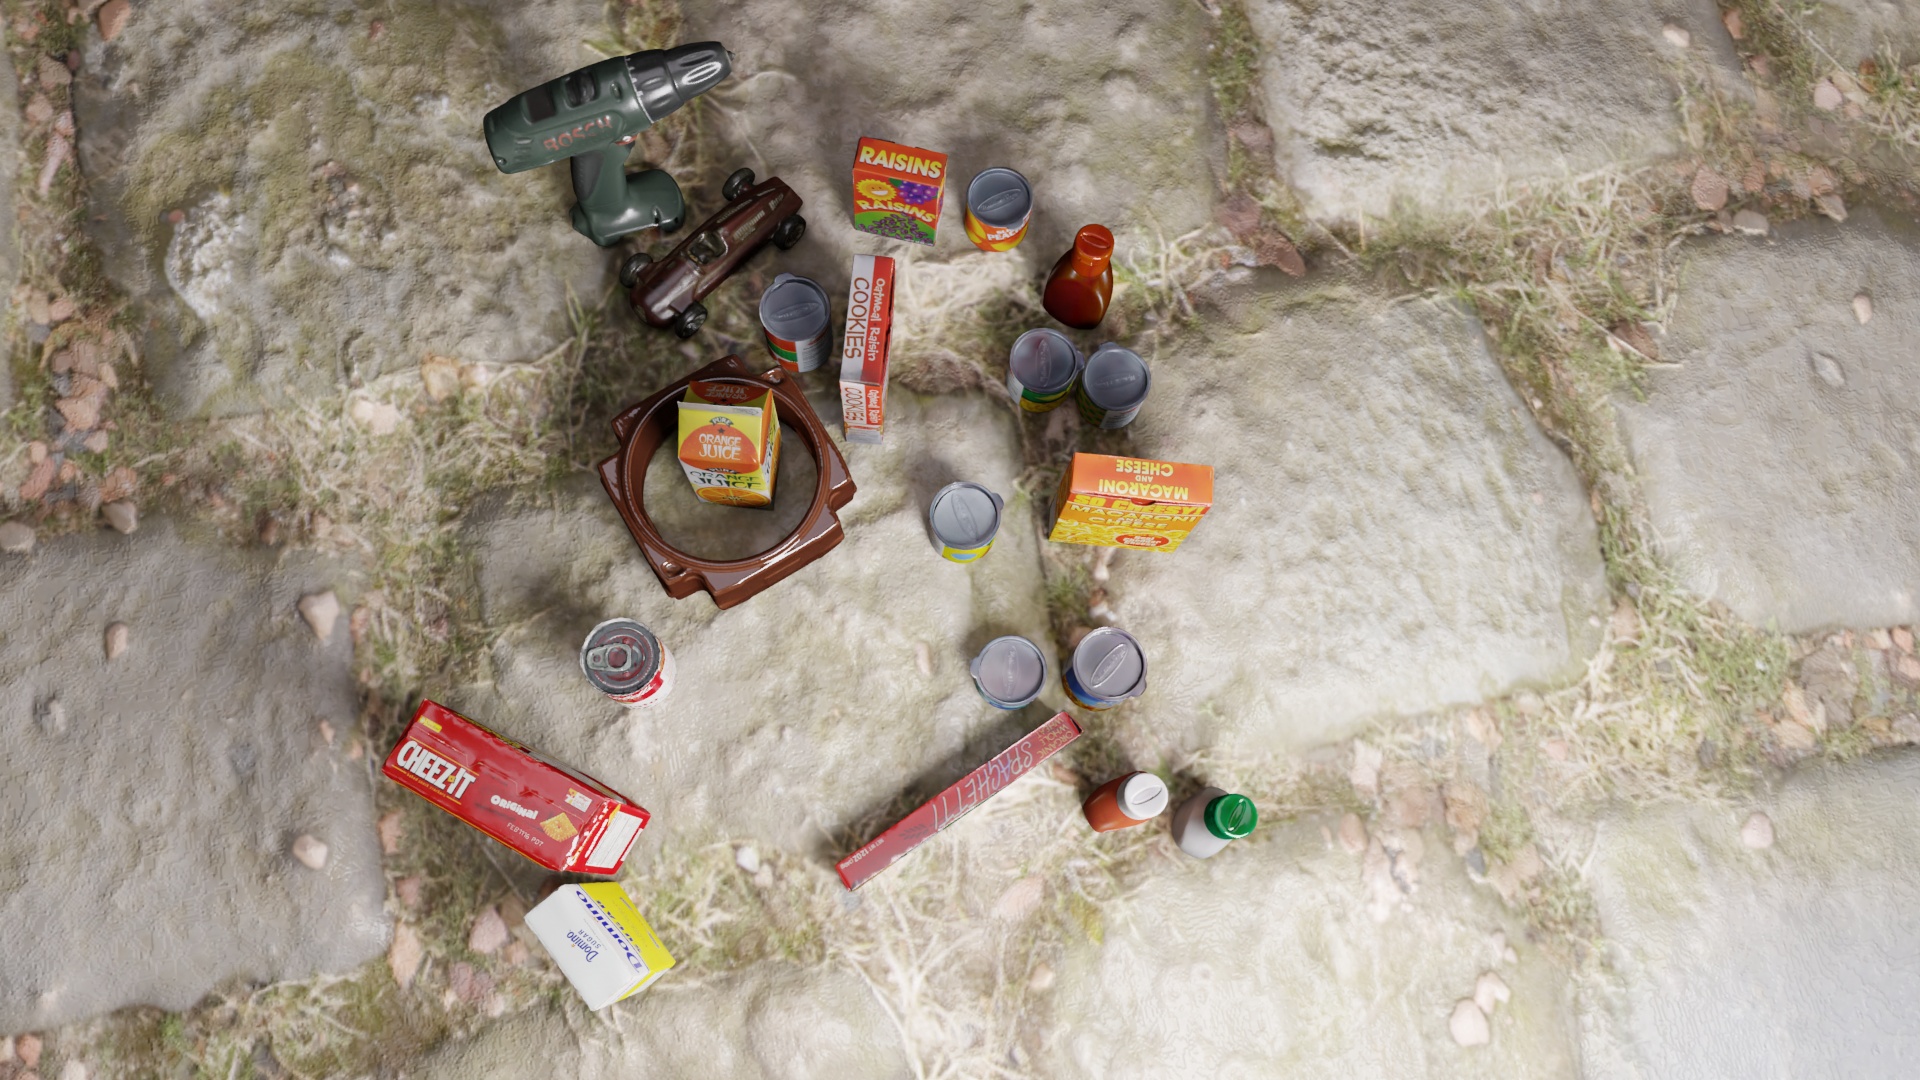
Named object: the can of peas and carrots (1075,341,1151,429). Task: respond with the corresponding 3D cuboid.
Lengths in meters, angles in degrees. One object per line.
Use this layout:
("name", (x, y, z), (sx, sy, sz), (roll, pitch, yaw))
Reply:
("can of peas and carrots", (0.146, -0.149, 1.343), (0.071, 0.058, 0.071), (1, 76, -3))

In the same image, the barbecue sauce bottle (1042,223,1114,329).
("barbecue sauce bottle", (0.117, -0.251, 1.322), (0.065, 0.148, 0.044), (24, 76, 3))

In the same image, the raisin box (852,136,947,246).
("raisin box", (-0.059, -0.337, 1.347), (0.086, 0.123, 0.040), (13, 76, 0))

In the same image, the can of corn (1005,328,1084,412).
("can of corn", (0.081, -0.164, 1.343), (0.071, 0.058, 0.071), (1, 75, -3))

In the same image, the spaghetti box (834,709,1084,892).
("spaghetti box", (-0.001, 0.231, 1.239), (0.250, 0.050, 0.029), (-33, 80, -11))

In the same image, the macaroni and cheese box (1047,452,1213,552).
("macaroni and cheese box", (0.151, -0.031, 1.256), (0.124, 0.166, 0.040), (6, 76, -2))

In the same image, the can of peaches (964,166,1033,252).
("can of peaches", (0.038, -0.327, 1.384), (0.071, 0.058, 0.071), (1, 75, -3))

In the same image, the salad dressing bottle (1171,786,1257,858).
("salad dressing bottle", (0.220, 0.242, 1.198), (0.044, 0.147, 0.064), (29, 76, 4))

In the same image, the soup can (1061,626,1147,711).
("soup can", (0.131, 0.120, 1.258), (0.071, 0.083, 0.071), (1, 76, -3))

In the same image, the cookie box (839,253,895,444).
("cookie box", (-0.084, -0.172, 1.280), (0.040, 0.167, 0.123), (5, 75, -2))

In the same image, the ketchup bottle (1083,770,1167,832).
("ketchup bottle", (0.146, 0.224, 1.198), (0.065, 0.148, 0.043), (-26, 79, -9))

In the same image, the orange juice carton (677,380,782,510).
("orange juice carton", (-0.204, -0.088, 1.237), (0.072, 0.192, 0.073), (6, 76, -2))

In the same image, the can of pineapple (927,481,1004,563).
("can of pineapple", (0.005, -0.016, 1.300), (0.071, 0.057, 0.071), (1, 75, -3))

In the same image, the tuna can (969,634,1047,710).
("tuna can", (0.043, 0.122, 1.279), (0.071, 0.032, 0.071), (1, 75, -3))

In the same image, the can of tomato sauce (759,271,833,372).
("can of tomato sauce", (-0.157, -0.207, 1.328), (0.071, 0.083, 0.071), (1, 76, -3))
